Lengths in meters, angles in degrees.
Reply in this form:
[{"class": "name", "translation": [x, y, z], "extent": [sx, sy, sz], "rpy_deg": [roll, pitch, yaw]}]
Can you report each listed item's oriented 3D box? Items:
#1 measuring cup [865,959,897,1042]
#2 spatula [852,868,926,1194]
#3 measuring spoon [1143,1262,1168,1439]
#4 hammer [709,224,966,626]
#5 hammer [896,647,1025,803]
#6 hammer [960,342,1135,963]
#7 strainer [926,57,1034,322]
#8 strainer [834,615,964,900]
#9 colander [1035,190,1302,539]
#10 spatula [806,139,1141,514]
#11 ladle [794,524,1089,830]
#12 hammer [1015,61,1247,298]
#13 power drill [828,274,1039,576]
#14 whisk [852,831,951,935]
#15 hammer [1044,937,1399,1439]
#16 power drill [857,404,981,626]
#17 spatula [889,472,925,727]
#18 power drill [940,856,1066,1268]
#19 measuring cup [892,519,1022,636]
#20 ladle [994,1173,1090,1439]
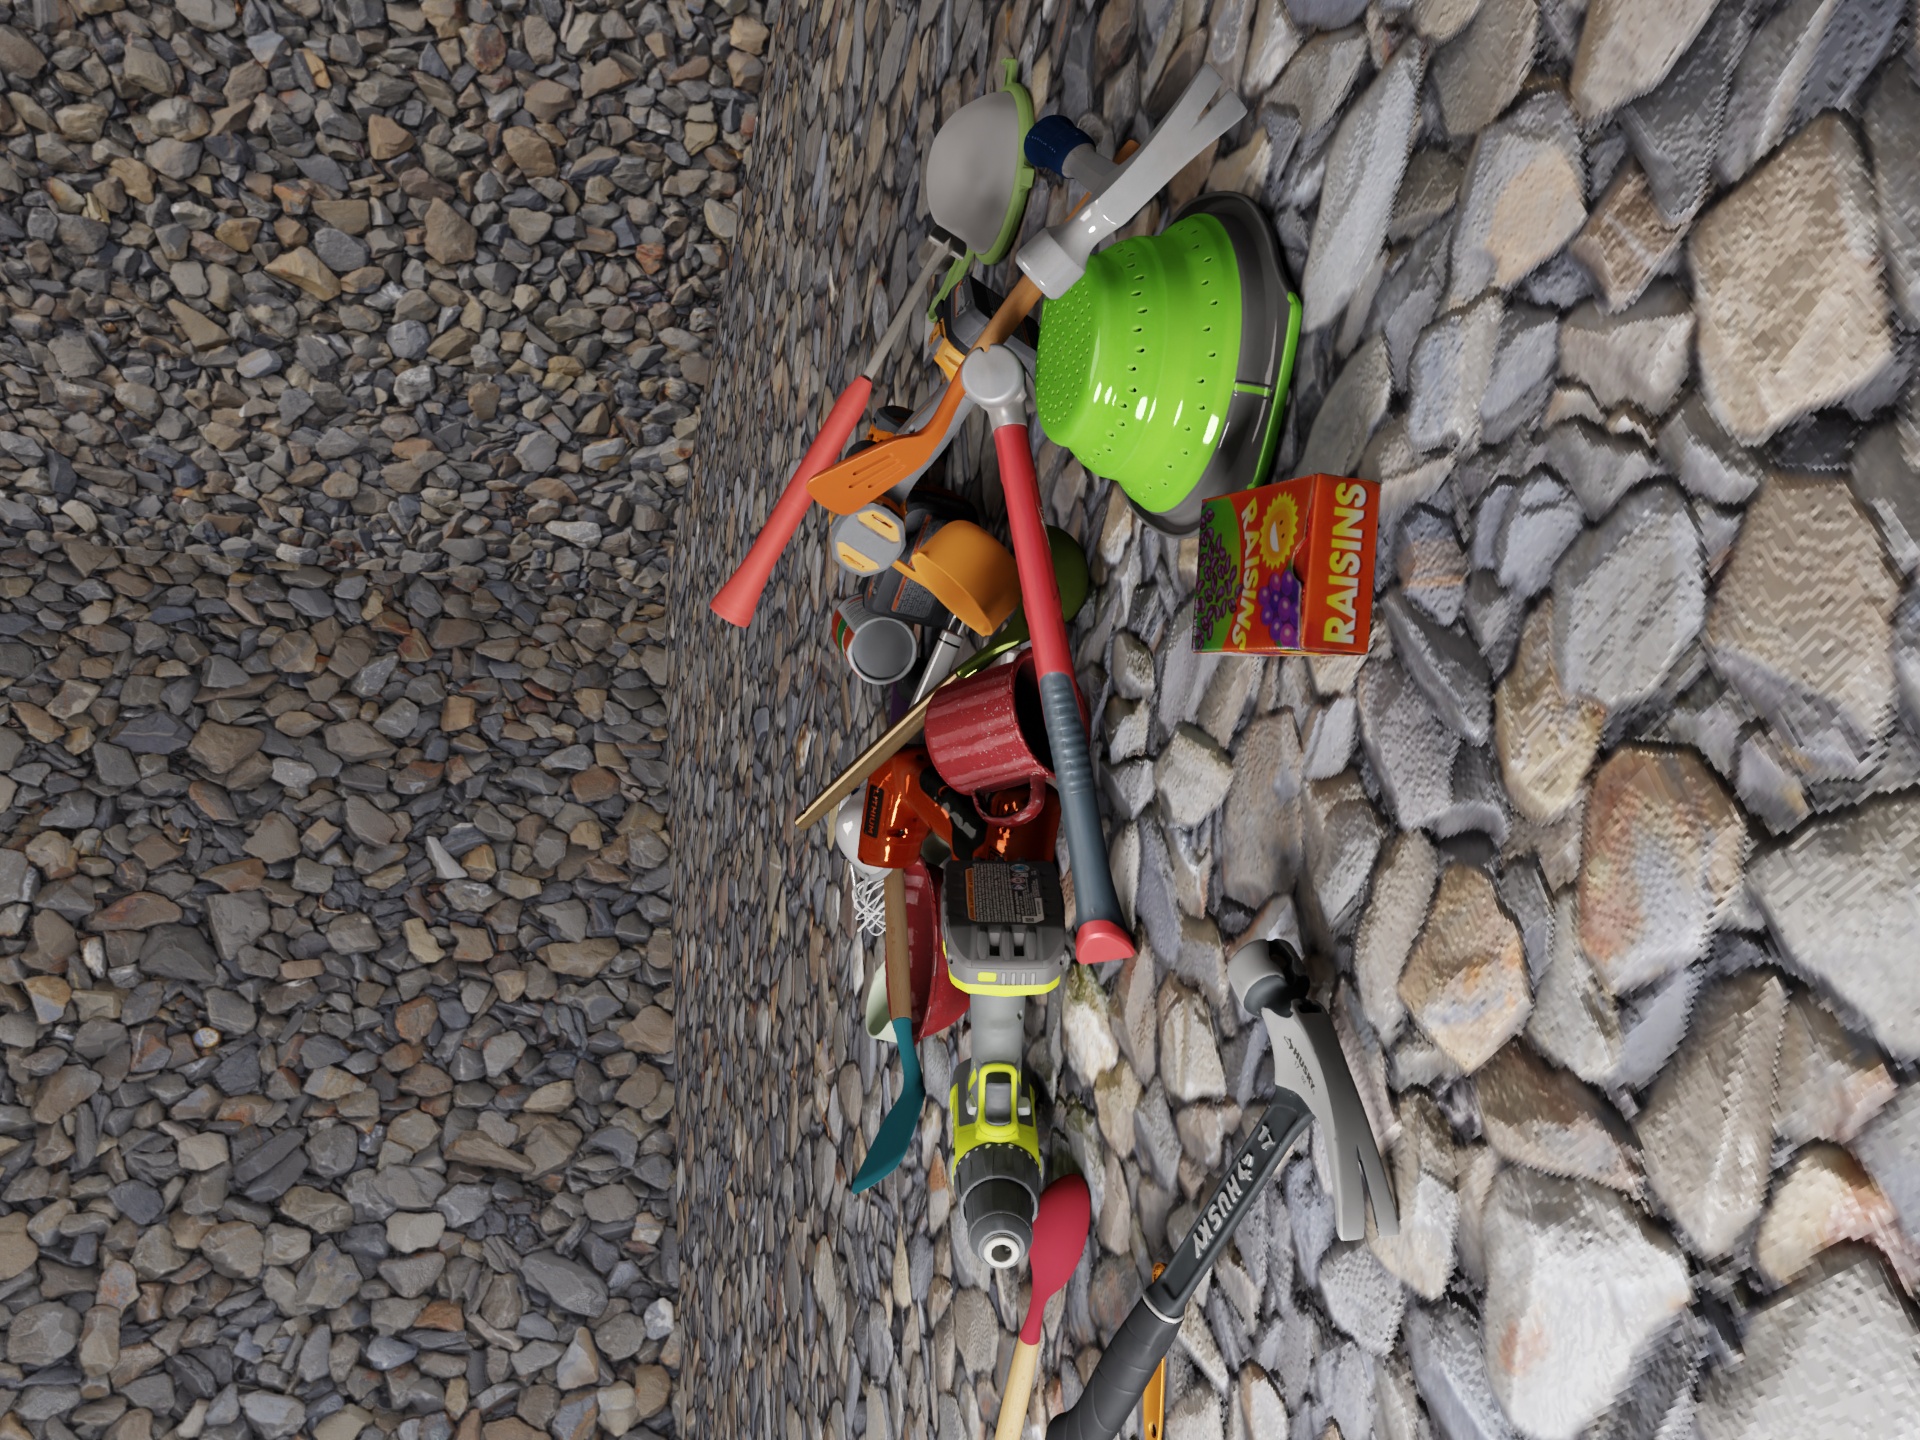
[{"class": "measuring cup", "translation": [-0.034, 0.214, 1.425], "extent": [0.167, 0.038, 0.083], "rpy_deg": [-64, 21, 14]}, {"class": "spatula", "translation": [-0.057, 0.213, 1.270], "extent": [0.082, 0.044, 0.318], "rpy_deg": [-46, 40, 47]}, {"class": "measuring spoon", "translation": [0.116, 0.369, 0.918], "extent": [0.021, 0.011, 0.117], "rpy_deg": [-160, 71, -67]}, {"class": "hammer", "translation": [-0.100, -0.232, 1.280], "extent": [0.359, 0.036, 0.149], "rpy_deg": [-58, 11, 12]}, {"class": "hammer", "translation": [-0.002, -0.004, 1.349], "extent": [0.335, 0.035, 0.146], "rpy_deg": [-150, 66, -72]}, {"class": "hammer", "translation": [0.062, -0.039, 1.024], "extent": [0.143, 0.038, 0.386], "rpy_deg": [1, -102, -80]}, {"class": "strainer", "translation": [-0.008, -0.447, 1.406], "extent": [0.256, 0.069, 0.152], "rpy_deg": [123, 147, -55]}, {"class": "strainer", "translation": [-0.052, 0.028, 1.313], "extent": [0.087, 0.050, 0.258], "rpy_deg": [31, 99, 49]}, {"class": "colander", "translation": [0.083, -0.241, 1.016], "extent": [0.397, 0.094, 0.204], "rpy_deg": [-127, 44, -65]}, {"class": "spatula", "translation": [0.015, -0.266, 1.088], "extent": [0.322, 0.041, 0.081], "rpy_deg": [-53, -19, 4]}, {"class": "ladle", "translation": [-0.025, -0.023, 1.168], "extent": [0.320, 0.062, 0.078], "rpy_deg": [-42, 34, 23]}, {"class": "hammer", "translation": [0.083, -0.362, 1.021], "extent": [0.144, 0.035, 0.406], "rpy_deg": [-41, 20, 14]}, {"class": "power drill", "translation": [-0.030, -0.241, 1.279], "extent": [0.226, 0.084, 0.185], "rpy_deg": [-51, 21, 23]}, {"class": "whisk", "translation": [-0.037, 0.129, 1.397], "extent": [0.059, 0.058, 0.246], "rpy_deg": [-46, -2, -39]}, {"class": "hammer", "translation": [0.118, 0.307, 0.851], "extent": [0.149, 0.036, 0.408], "rpy_deg": [-110, 30, -46]}, {"class": "power drill", "translation": [-0.058, -0.175, 1.461], "extent": [0.227, 0.084, 0.164], "rpy_deg": [-112, 39, -56]}, {"class": "spatula", "translation": [-0.050, -0.110, 1.543], "extent": [0.059, 0.018, 0.316], "rpy_deg": [29, -117, -69]}, {"class": "power drill", "translation": [0.026, 0.223, 1.051], "extent": [0.191, 0.080, 0.228], "rpy_deg": [-93, 4, -71]}, {"class": "measuring cup", "translation": [-0.011, -0.129, 1.280], "extent": [0.052, 0.095, 0.174], "rpy_deg": [-45, 35, -8]}, {"class": "ladle", "translation": [0.045, 0.448, 1.109], "extent": [0.069, 0.031, 0.315], "rpy_deg": [-114, 31, -62]}]
